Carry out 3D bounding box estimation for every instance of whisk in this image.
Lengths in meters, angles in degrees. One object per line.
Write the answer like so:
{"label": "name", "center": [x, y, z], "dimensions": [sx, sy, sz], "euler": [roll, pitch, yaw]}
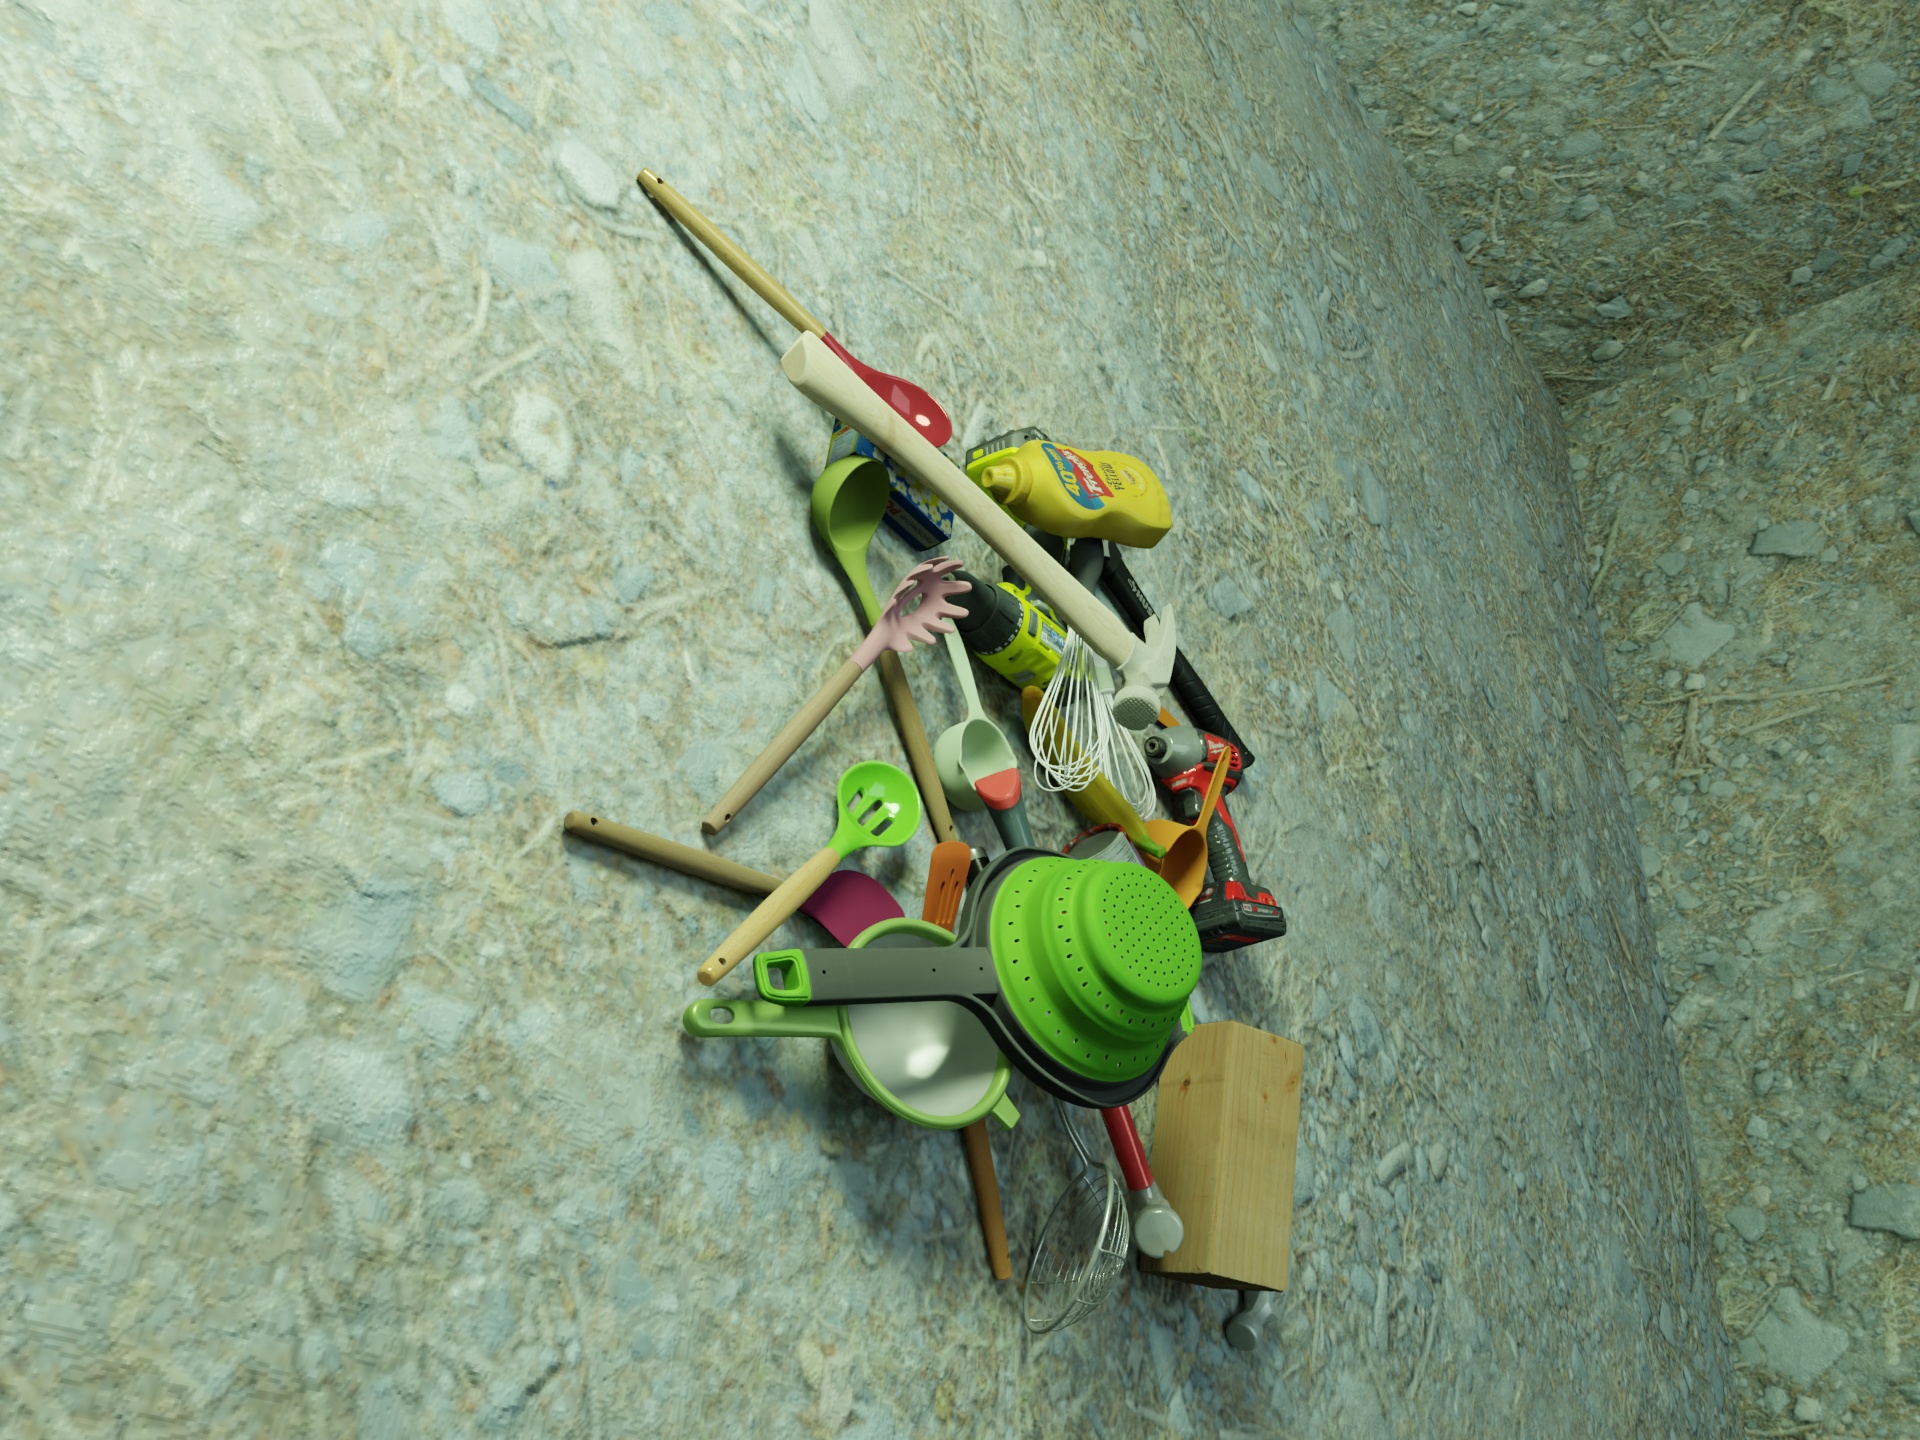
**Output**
{"label": "whisk", "center": [0.101, -0.059, 1.359], "dimensions": [0.070, 0.070, 0.285], "euler": [41, 44, -36]}
{"label": "whisk", "center": [0.138, -0.019, 1.515], "dimensions": [0.057, 0.059, 0.246], "euler": [-6, 73, -27]}

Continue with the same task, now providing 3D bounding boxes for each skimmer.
{"label": "skimmer", "center": [0.040, 0.269, 1.208], "dimensions": [0.090, 0.127, 0.364], "euler": [-8, 66, -27]}

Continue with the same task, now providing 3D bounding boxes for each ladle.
{"label": "ladle", "center": [-0.048, -0.053, 1.261], "dimensions": [0.078, 0.062, 0.320], "euler": [-20, 93, -54]}
{"label": "ladle", "center": [-0.131, -0.322, 1.265], "dimensions": [0.315, 0.031, 0.069], "euler": [40, 45, -21]}

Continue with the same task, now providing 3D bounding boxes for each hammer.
{"label": "hammer", "center": [0.023, -0.166, 1.283], "dimensions": [0.410, 0.038, 0.146], "euler": [41, 38, -18]}
{"label": "hammer", "center": [0.091, 0.224, 1.272], "dimensions": [0.143, 0.038, 0.386], "euler": [85, -14, -87]}
{"label": "hammer", "center": [0.218, -0.073, 1.664], "dimensions": [0.334, 0.035, 0.146], "euler": [53, 38, -24]}
{"label": "hammer", "center": [0.220, 0.384, 1.434], "dimensions": [0.128, 0.033, 0.331], "euler": [-27, 96, -55]}

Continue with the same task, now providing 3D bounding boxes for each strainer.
{"label": "strainer", "center": [-0.082, 0.213, 1.080], "dimensions": [0.256, 0.069, 0.152], "euler": [9, 57, -36]}

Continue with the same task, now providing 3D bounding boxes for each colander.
{"label": "colander", "center": [0.044, 0.162, 1.102], "dimensions": [0.396, 0.094, 0.205], "euler": [6, 58, -40]}

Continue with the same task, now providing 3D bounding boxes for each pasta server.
{"label": "pasta server", "center": [-0.086, -0.022, 1.159], "dimensions": [0.316, 0.040, 0.060], "euler": [-51, 133, -40]}

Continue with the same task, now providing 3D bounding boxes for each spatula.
{"label": "spatula", "center": [0.008, 0.253, 1.195], "dimensions": [0.081, 0.041, 0.323], "euler": [15, 61, -69]}

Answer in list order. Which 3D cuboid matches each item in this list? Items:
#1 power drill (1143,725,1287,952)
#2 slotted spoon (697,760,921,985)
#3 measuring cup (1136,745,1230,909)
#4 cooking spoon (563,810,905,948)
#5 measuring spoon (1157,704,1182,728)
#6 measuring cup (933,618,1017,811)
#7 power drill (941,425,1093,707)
{"label": "power drill", "center": [0.241, 0.111, 1.569], "dimensions": [0.143, 0.078, 0.220], "euler": [17, 57, -51]}
{"label": "slotted spoon", "center": [-0.102, 0.103, 1.091], "dimensions": [0.070, 0.031, 0.314], "euler": [45, 28, 0]}
{"label": "measuring cup", "center": [0.201, 0.098, 1.483], "dimensions": [0.095, 0.052, 0.174], "euler": [41, 68, -51]}
{"label": "cooking spoon", "center": [-0.140, 0.110, 1.080], "dimensions": [0.318, 0.017, 0.069], "euler": [27, 48, -46]}
{"label": "measuring spoon", "center": [0.207, -0.001, 1.636], "dimensions": [0.116, 0.011, 0.021], "euler": [37, 47, -34]}
{"label": "measuring cup", "center": [-0.002, -0.004, 1.317], "dimensions": [0.083, 0.038, 0.168], "euler": [0, 72, -55]}
{"label": "power drill", "center": [0.050, -0.145, 1.427], "dimensions": [0.190, 0.080, 0.229], "euler": [35, 50, -42]}
